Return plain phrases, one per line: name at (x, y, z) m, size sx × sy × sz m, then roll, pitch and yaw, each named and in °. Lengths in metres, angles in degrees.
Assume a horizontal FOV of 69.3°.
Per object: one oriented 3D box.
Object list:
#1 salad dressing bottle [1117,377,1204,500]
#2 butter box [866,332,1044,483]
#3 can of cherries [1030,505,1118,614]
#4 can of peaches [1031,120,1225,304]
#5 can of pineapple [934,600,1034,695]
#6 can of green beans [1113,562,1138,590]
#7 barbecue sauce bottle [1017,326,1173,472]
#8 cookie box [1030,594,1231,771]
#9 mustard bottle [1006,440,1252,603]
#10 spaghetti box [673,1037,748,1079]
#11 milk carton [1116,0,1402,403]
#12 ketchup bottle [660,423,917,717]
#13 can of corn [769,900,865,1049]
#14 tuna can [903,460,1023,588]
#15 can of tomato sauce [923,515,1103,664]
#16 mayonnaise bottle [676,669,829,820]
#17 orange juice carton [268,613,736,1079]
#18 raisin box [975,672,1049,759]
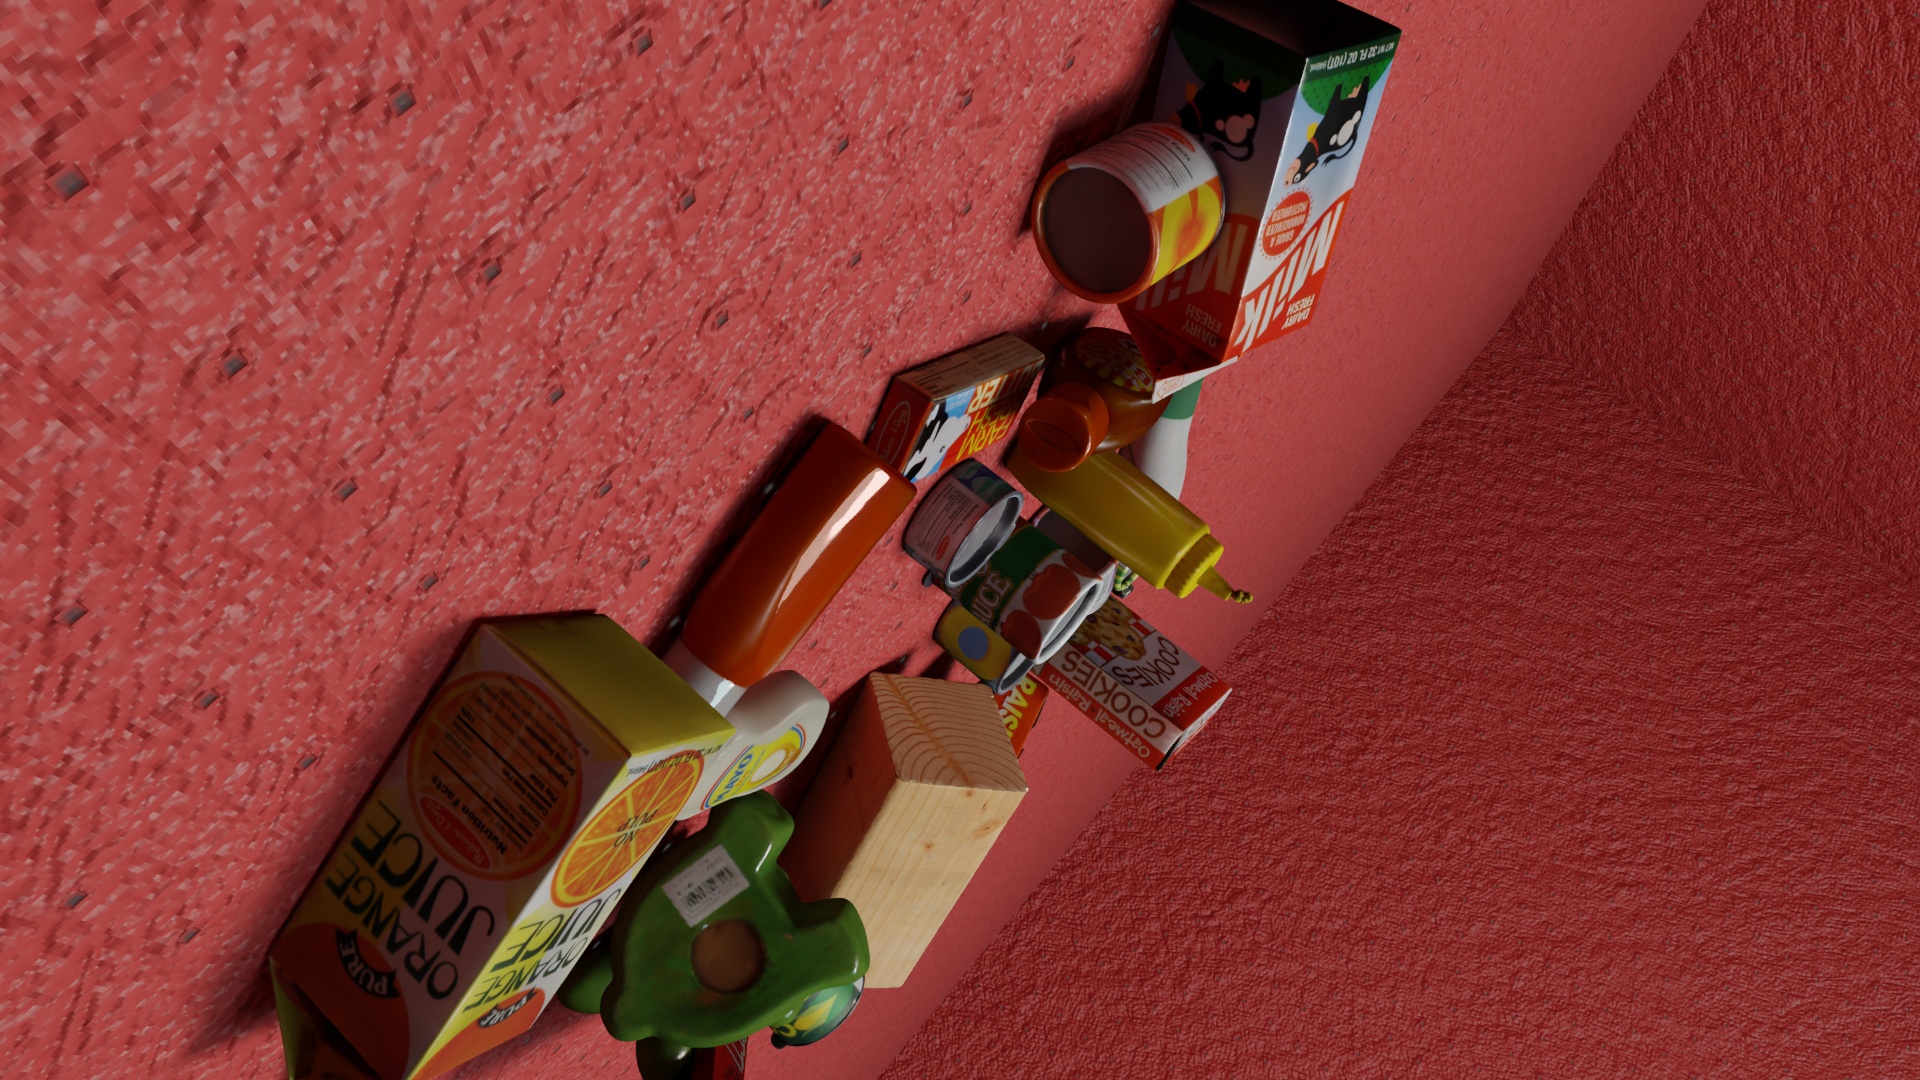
salad dressing bottle at (0.133, -0.061, 0.956) m, size 0.044 × 0.064 × 0.146 m, roll 1°, pitch 124°, yaw -16°
butter box at (-0.002, -0.062, 0.654) m, size 0.104 × 0.024 × 0.052 m, roll -30°, pitch 153°, yaw -53°
can of cherries at (0.075, 0.010, 0.957) m, size 0.072 × 0.071 × 0.058 m, roll -46°, pitch 162°, yaw -21°
can of peaches at (0.073, -0.142, 0.610) m, size 0.058 × 0.071 × 0.070 m, roll -37°, pitch 158°, yaw -41°
can of pineapple at (0.024, 0.062, 0.933) m, size 0.071 × 0.058 × 0.070 m, roll -46°, pitch 163°, yaw -18°
can of green beans at (0.117, -0.004, 1.047) m, size 0.071 × 0.058 × 0.071 m, roll -46°, pitch 163°, yaw -18°
barbecue sauce bottle at (0.067, -0.071, 0.711) m, size 0.043 × 0.065 × 0.149 m, roll -63°, pitch 172°, yaw 26°
cookie box at (0.105, 0.086, 1.010) m, size 0.040 × 0.168 × 0.123 m, roll -59°, pitch 163°, yaw 22°
mustard bottle at (0.100, -0.011, 0.801) m, size 0.048 × 0.160 × 0.065 m, roll -55°, pitch 162°, yaw 15°
spaghetti box at (-0.151, 0.298, 0.808) m, size 0.050 × 0.028 × 0.250 m, roll -34°, pitch -169°, yaw 0°
milk carton at (0.131, -0.154, 0.653) m, size 0.072 × 0.073 × 0.189 m, roll -27°, pitch 141°, yaw -34°
ketchup bottle at (-0.080, 0.022, 0.584) m, size 0.149 × 0.043 × 0.064 m, roll -52°, pitch 163°, yaw 1°
can of corn at (-0.103, 0.264, 0.844) m, size 0.071 × 0.058 × 0.071 m, roll -27°, pitch -155°, yaw 14°
tuna can at (0.003, -0.010, 0.766) m, size 0.071 × 0.033 × 0.070 m, roll -46°, pitch 163°, yaw -18°
can of tomato sauce at (0.032, 0.025, 0.831) m, size 0.071 × 0.083 × 0.071 m, roll -47°, pitch 163°, yaw -19°
mayonnaise bottle at (-0.119, 0.100, 0.652) m, size 0.064 × 0.041 × 0.148 m, roll -55°, pitch 165°, yaw 16°
orange juice carton at (-0.172, 0.123, 0.495) m, size 0.192 × 0.073 × 0.072 m, roll -55°, pitch 164°, yaw 11°
raisin box at (0.005, 0.147, 0.996) m, size 0.123 × 0.040 × 0.086 m, roll -41°, pitch -166°, yaw 51°
